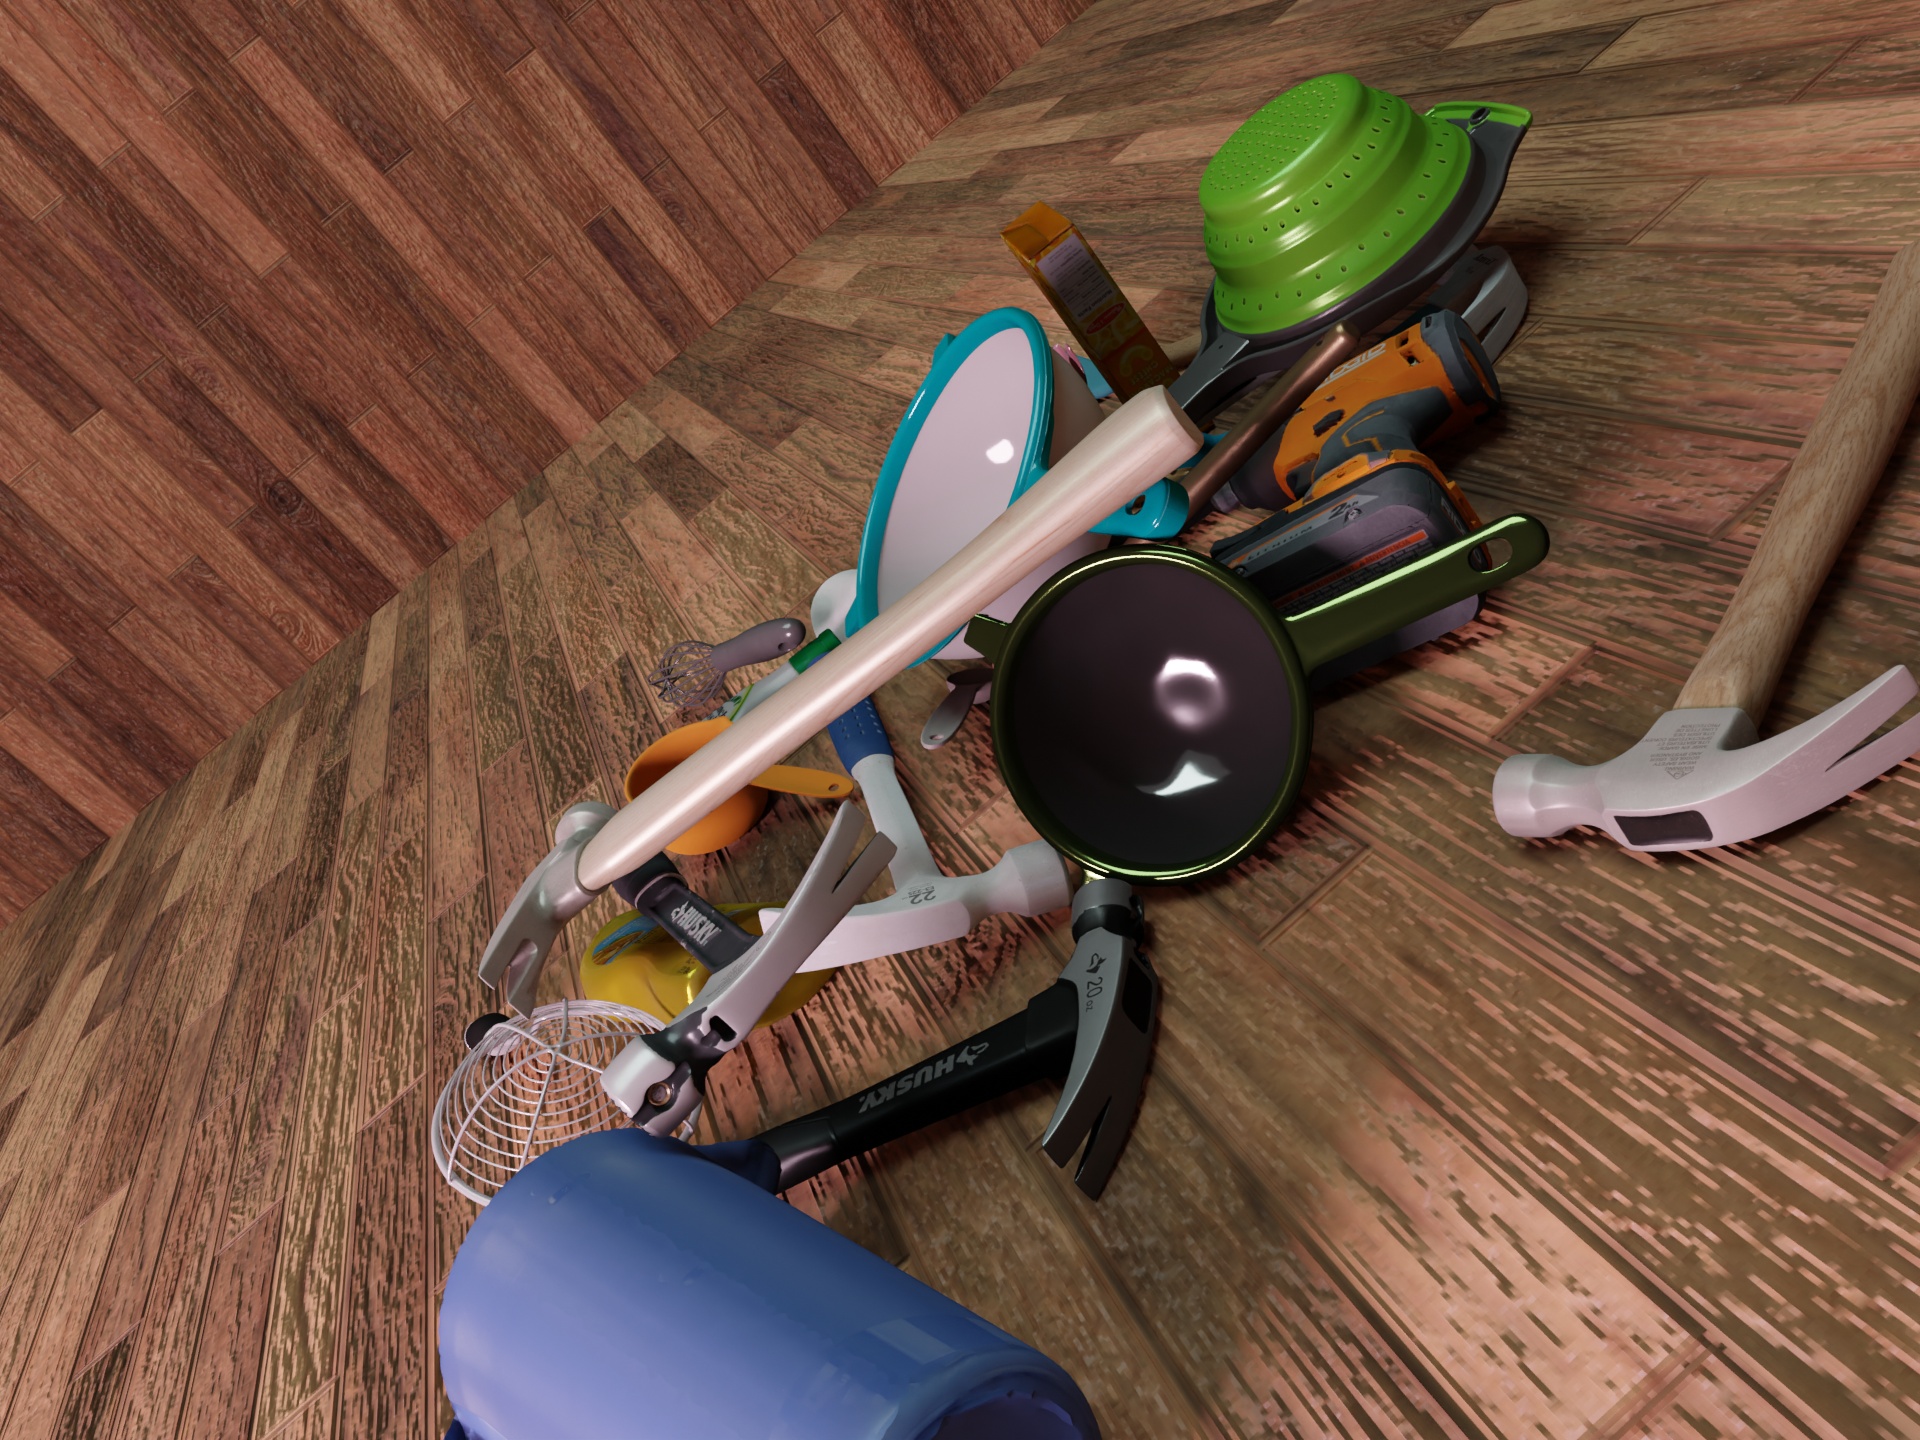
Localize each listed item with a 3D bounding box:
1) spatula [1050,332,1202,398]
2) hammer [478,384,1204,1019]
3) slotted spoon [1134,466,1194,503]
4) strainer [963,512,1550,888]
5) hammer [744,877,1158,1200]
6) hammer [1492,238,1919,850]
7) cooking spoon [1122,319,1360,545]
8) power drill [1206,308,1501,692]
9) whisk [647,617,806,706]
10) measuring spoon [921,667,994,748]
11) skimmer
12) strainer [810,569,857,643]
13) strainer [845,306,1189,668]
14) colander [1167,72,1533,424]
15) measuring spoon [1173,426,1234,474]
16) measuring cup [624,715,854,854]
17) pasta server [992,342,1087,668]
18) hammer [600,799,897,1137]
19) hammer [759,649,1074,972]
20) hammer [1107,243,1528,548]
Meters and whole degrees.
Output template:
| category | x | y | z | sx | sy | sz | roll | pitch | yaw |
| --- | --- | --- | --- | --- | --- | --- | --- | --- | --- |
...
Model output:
| category | x | y | z | sx | sy | sz | roll | pitch | yaw |
| --- | --- | --- | --- | --- | --- | --- | --- | --- | --- |
| spatula | 0.155 | -0.279 | 1.173 | 0.317 | 0.044 | 0.082 | -8 | 34 | 48 |
| hammer | -0.063 | -0.009 | 0.724 | 0.410 | 0.038 | 0.146 | -36 | 19 | 22 |
| slotted spoon | 0.046 | -0.144 | 1.120 | 0.314 | 0.031 | 0.070 | -5 | 42 | 49 |
| strainer | 0.135 | -0.026 | 0.695 | 0.256 | 0.151 | 0.069 | -26 | -7 | 27 |
| hammer | -0.062 | 0.188 | 0.698 | 0.335 | 0.035 | 0.146 | -29 | 26 | 22 |
| hammer | 0.328 | -0.080 | 0.604 | 0.130 | 0.031 | 0.331 | -2 | 43 | 54 |
| cooking spoon | 0.105 | -0.101 | 0.852 | 0.318 | 0.017 | 0.069 | -47 | 16 | 46 |
| power drill | 0.187 | -0.110 | 0.802 | 0.164 | 0.084 | 0.227 | -26 | 24 | 32 |
| whisk | -0.177 | -0.047 | 1.214 | 0.239 | 0.055 | 0.055 | -14 | 34 | 56 |
| measuring spoon | -0.001 | -0.003 | 0.924 | 0.034 | 0.018 | 0.124 | -1 | 21 | 15 |
| skimmer | -0.235 | 0.202 | 0.872 | 0.127 | 0.090 | 0.363 | -21 | -2 | -24 |
| strainer | -0.047 | -0.077 | 1.124 | 0.258 | 0.050 | 0.087 | 10 | 69 | 55 |
| strainer | 0.053 | -0.108 | 0.848 | 0.340 | 0.095 | 0.211 | 22 | 94 | 64 |
| colander | 0.153 | -0.255 | 0.953 | 0.397 | 0.094 | 0.205 | -45 | 28 | 4 |
| measuring spoon | 0.180 | -0.196 | 1.021 | 0.128 | 0.021 | 0.042 | -31 | 26 | 22 |
| measuring cup | -0.135 | 0.051 | 1.029 | 0.174 | 0.052 | 0.095 | 6 | 45 | 30 |
| pasta server | 0.048 | -0.146 | 1.058 | 0.060 | 0.040 | 0.316 | -34 | 29 | 38 |
| hammer | -0.144 | 0.086 | 0.800 | 0.149 | 0.036 | 0.409 | -48 | 17 | -12 |
| hammer | -0.055 | 0.032 | 0.913 | 0.144 | 0.035 | 0.406 | -16 | 20 | -6 |
| hammer | 0.190 | -0.171 | 0.953 | 0.331 | 0.033 | 0.128 | -36 | 24 | 9 |
